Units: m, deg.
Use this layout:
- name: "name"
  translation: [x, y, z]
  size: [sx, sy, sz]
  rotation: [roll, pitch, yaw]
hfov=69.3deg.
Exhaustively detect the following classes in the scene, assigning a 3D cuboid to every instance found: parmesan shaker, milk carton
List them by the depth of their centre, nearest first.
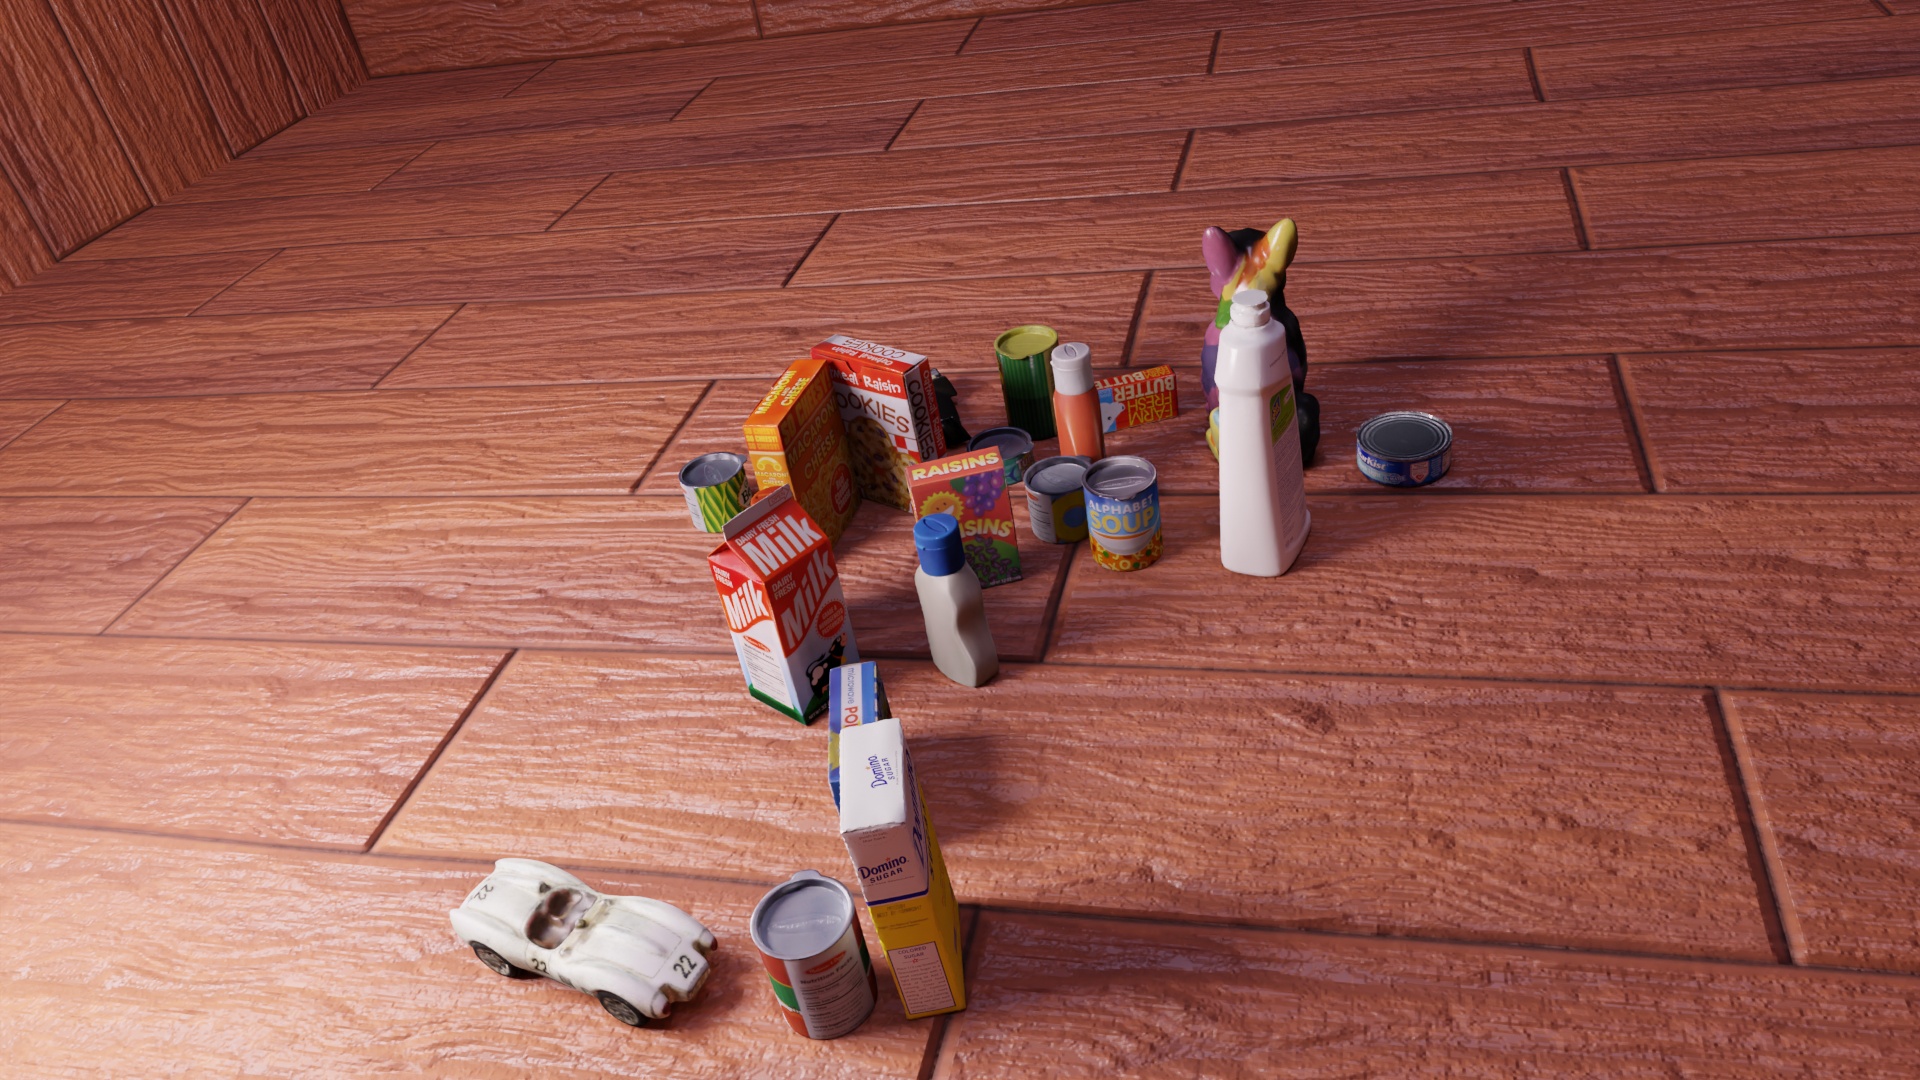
- name: "milk carton"
  translation: [-0.144, 0.049, 1.125]
  size: [0.073, 0.189, 0.073]
  rotation: [21, 46, 38]
- name: "parmesan shaker"
  translation: [0.074, -0.162, 1.444]
  size: [0.071, 0.102, 0.072]
  rotation: [-8, 34, 5]

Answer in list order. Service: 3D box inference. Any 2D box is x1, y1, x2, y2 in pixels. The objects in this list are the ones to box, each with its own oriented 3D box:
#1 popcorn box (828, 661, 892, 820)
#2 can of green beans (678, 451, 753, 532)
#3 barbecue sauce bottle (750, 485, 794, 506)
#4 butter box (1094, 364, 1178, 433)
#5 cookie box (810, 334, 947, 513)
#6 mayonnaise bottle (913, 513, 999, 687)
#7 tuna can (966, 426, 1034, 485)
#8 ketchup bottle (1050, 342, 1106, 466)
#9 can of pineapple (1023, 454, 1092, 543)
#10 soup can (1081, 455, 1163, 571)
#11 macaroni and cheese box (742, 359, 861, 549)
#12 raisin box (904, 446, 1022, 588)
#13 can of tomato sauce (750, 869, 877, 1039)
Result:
- name: "popcorn box"
  translation: [-0.071, 0.162, 1.034]
  size: [0.038, 0.084, 0.127]
  rotation: [-10, 34, 2]
- name: "can of green beans"
  translation: [-0.246, -0.049, 1.411]
  size: [0.071, 0.057, 0.071]
  rotation: [-8, 34, 5]
- name: "barbecue sauce bottle"
  translation: [-0.146, 0.023, 1.199]
  size: [0.065, 0.147, 0.044]
  rotation: [1, 36, 18]
- name: "butter box"
  translation: [0.172, -0.144, 1.434]
  size: [0.103, 0.052, 0.024]
  rotation: [-13, 34, -3]
- name: "cookie box"
  translation: [-0.075, -0.110, 1.354]
  size: [0.123, 0.166, 0.040]
  rotation: [18, 44, 36]
- name: "mayonnaise bottle"
  translation: [-0.007, 0.048, 1.126]
  size: [0.041, 0.147, 0.065]
  rotation: [-32, 39, -27]
- name: "tuna can"
  translation: [0.043, -0.085, 1.403]
  size: [0.071, 0.032, 0.071]
  rotation: [-7, 34, 5]
- name: "ketchup bottle"
  translation: [0.113, -0.115, 1.326]
  size: [0.043, 0.148, 0.065]
  rotation: [-13, 34, -3]
- name: "can of pineapple"
  translation: [0.097, -0.039, 1.300]
  size: [0.071, 0.057, 0.071]
  rotation: [-8, 34, 5]
- name: "soup can"
  translation: [0.146, -0.022, 1.240]
  size: [0.071, 0.083, 0.072]
  rotation: [-8, 34, 5]
- name: "macaroni and cheese box"
  translation: [-0.148, -0.070, 1.318]
  size: [0.040, 0.165, 0.124]
  rotation: [3, 37, 19]
- name: "raisin box"
  translation: [0.004, -0.015, 1.235]
  size: [0.086, 0.122, 0.040]
  rotation: [-12, 34, -1]
- name: "can of tomato sauce"
  translation: [-0.093, 0.266, 0.893]
  size: [0.071, 0.082, 0.071]
  rotation: [-8, 34, 5]
